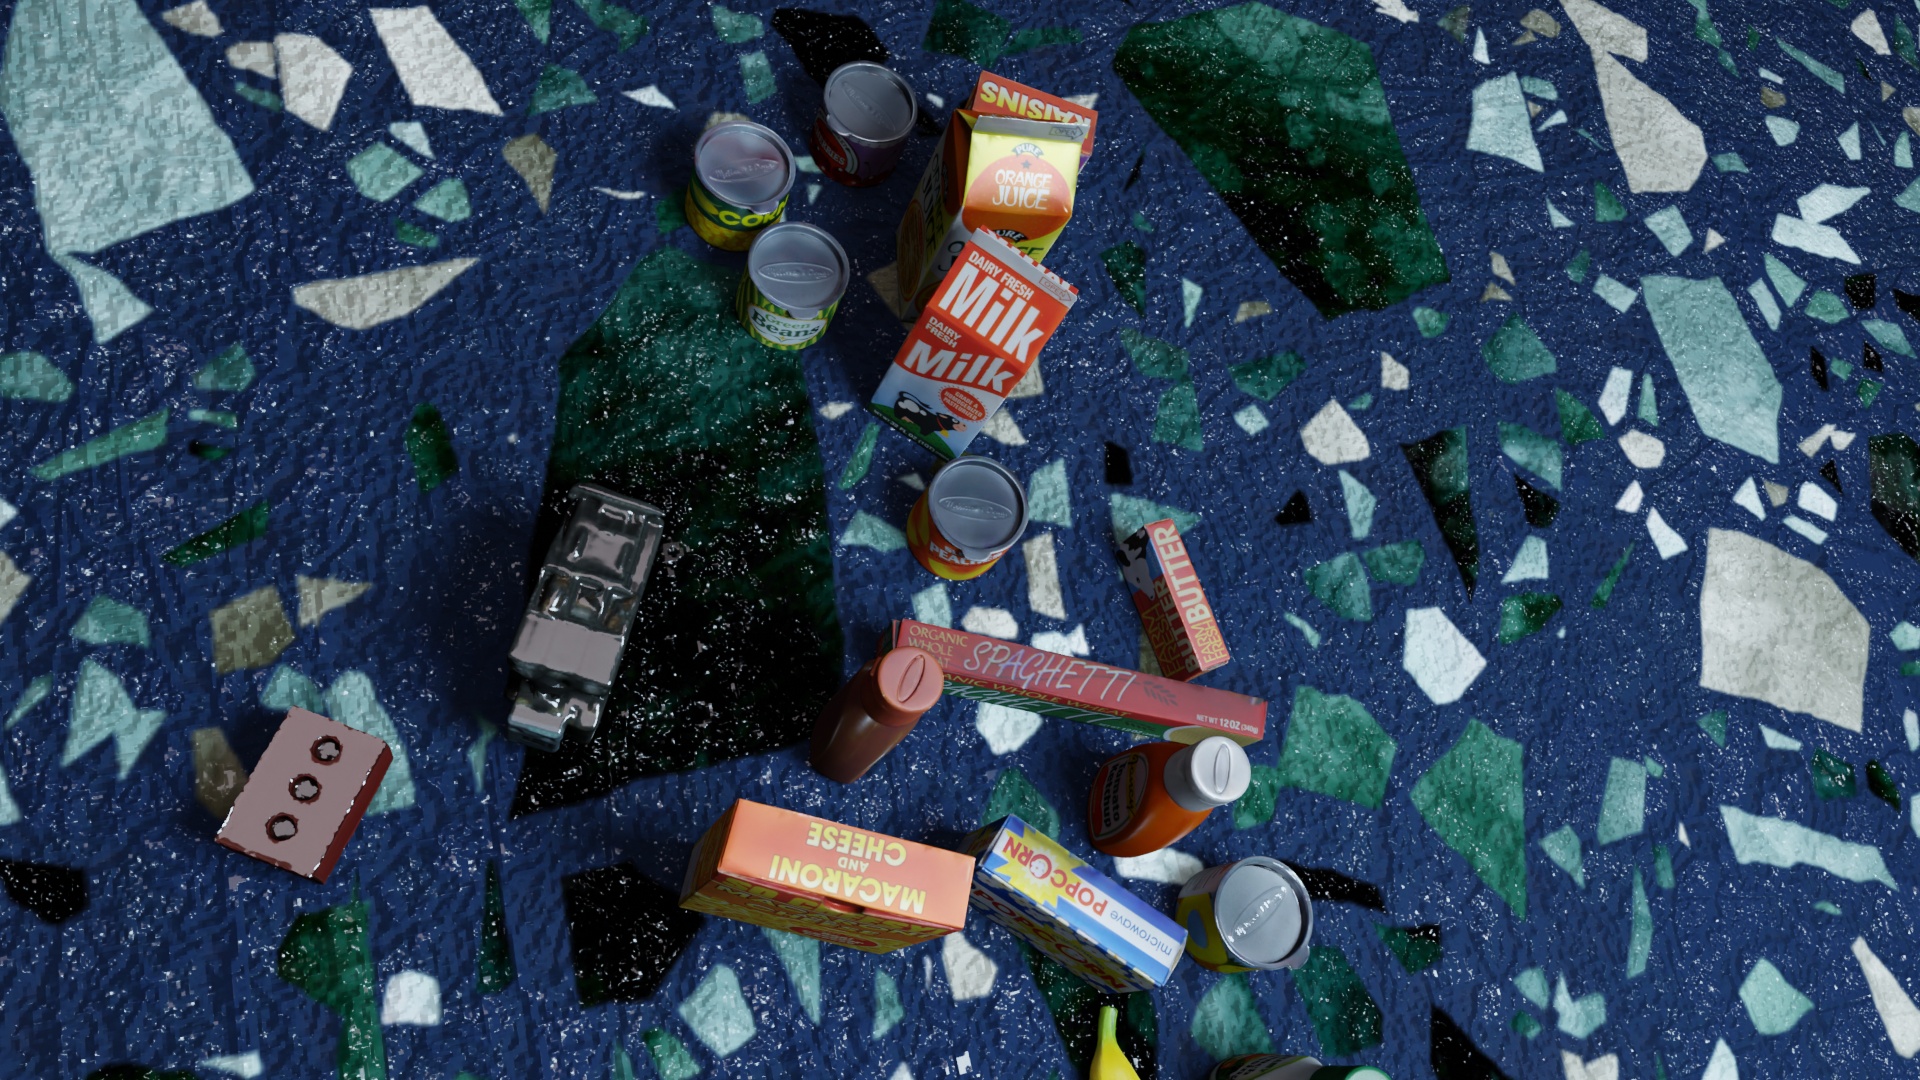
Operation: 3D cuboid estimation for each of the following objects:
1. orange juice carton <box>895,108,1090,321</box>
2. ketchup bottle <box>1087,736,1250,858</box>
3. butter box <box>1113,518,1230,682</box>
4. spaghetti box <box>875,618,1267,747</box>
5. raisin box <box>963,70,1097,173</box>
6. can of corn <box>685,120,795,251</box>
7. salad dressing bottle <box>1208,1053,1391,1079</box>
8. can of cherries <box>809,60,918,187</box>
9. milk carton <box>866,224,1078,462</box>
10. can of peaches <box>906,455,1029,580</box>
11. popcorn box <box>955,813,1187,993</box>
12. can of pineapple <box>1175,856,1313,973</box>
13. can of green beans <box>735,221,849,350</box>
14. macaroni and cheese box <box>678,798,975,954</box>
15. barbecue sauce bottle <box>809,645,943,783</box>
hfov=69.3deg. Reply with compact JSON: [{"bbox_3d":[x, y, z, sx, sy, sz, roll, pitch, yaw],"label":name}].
[{"bbox_3d":[0.016,-0.214,0.897,0.072,0.192,0.073,2,70,-17],"label":"orange juice carton"},{"bbox_3d":[0.122,0.148,0.820,0.043,0.148,0.065,15,67,-12],"label":"ketchup bottle"},{"bbox_3d":[0.139,0.042,0.918,0.024,0.053,0.103,-15,76,-22],"label":"butter box"},{"bbox_3d":[0.070,0.094,0.878,0.250,0.050,0.029,13,67,-13],"label":"spaghetti box"},{"bbox_3d":[0.032,-0.259,0.957,0.086,0.123,0.040,17,67,-11],"label":"raisin box"},{"bbox_3d":[-0.147,-0.233,0.926,0.071,0.058,0.071,6,69,-16],"label":"can of corn"},{"bbox_3d":[0.191,0.314,0.781,0.064,0.147,0.044,-11,75,-21],"label":"salad dressing bottle"},{"bbox_3d":[-0.071,-0.289,0.971,0.071,0.058,0.072,6,69,-16],"label":"can of cherries"},{"bbox_3d":[0.010,-0.126,0.863,0.072,0.189,0.074,33,64,-4],"label":"milk carton"},{"bbox_3d":[0.003,-0.011,0.892,0.071,0.058,0.071,6,69,-16],"label":"can of peaches"},{"bbox_3d":[0.058,0.214,0.810,0.127,0.085,0.038,34,64,-3],"label":"popcorn box"},{"bbox_3d":[0.174,0.233,0.856,0.071,0.057,0.071,6,69,-16],"label":"can of pineapple"},{"bbox_3d":[-0.111,-0.166,0.913,0.071,0.057,0.071,6,69,-16],"label":"can of green beans"},{"bbox_3d":[-0.076,0.182,0.734,0.124,0.165,0.040,17,67,-12],"label":"macaroni and cheese box"},{"bbox_3d":[-0.047,0.095,0.785,0.043,0.148,0.065,29,65,-6],"label":"barbecue sauce bottle"}]
